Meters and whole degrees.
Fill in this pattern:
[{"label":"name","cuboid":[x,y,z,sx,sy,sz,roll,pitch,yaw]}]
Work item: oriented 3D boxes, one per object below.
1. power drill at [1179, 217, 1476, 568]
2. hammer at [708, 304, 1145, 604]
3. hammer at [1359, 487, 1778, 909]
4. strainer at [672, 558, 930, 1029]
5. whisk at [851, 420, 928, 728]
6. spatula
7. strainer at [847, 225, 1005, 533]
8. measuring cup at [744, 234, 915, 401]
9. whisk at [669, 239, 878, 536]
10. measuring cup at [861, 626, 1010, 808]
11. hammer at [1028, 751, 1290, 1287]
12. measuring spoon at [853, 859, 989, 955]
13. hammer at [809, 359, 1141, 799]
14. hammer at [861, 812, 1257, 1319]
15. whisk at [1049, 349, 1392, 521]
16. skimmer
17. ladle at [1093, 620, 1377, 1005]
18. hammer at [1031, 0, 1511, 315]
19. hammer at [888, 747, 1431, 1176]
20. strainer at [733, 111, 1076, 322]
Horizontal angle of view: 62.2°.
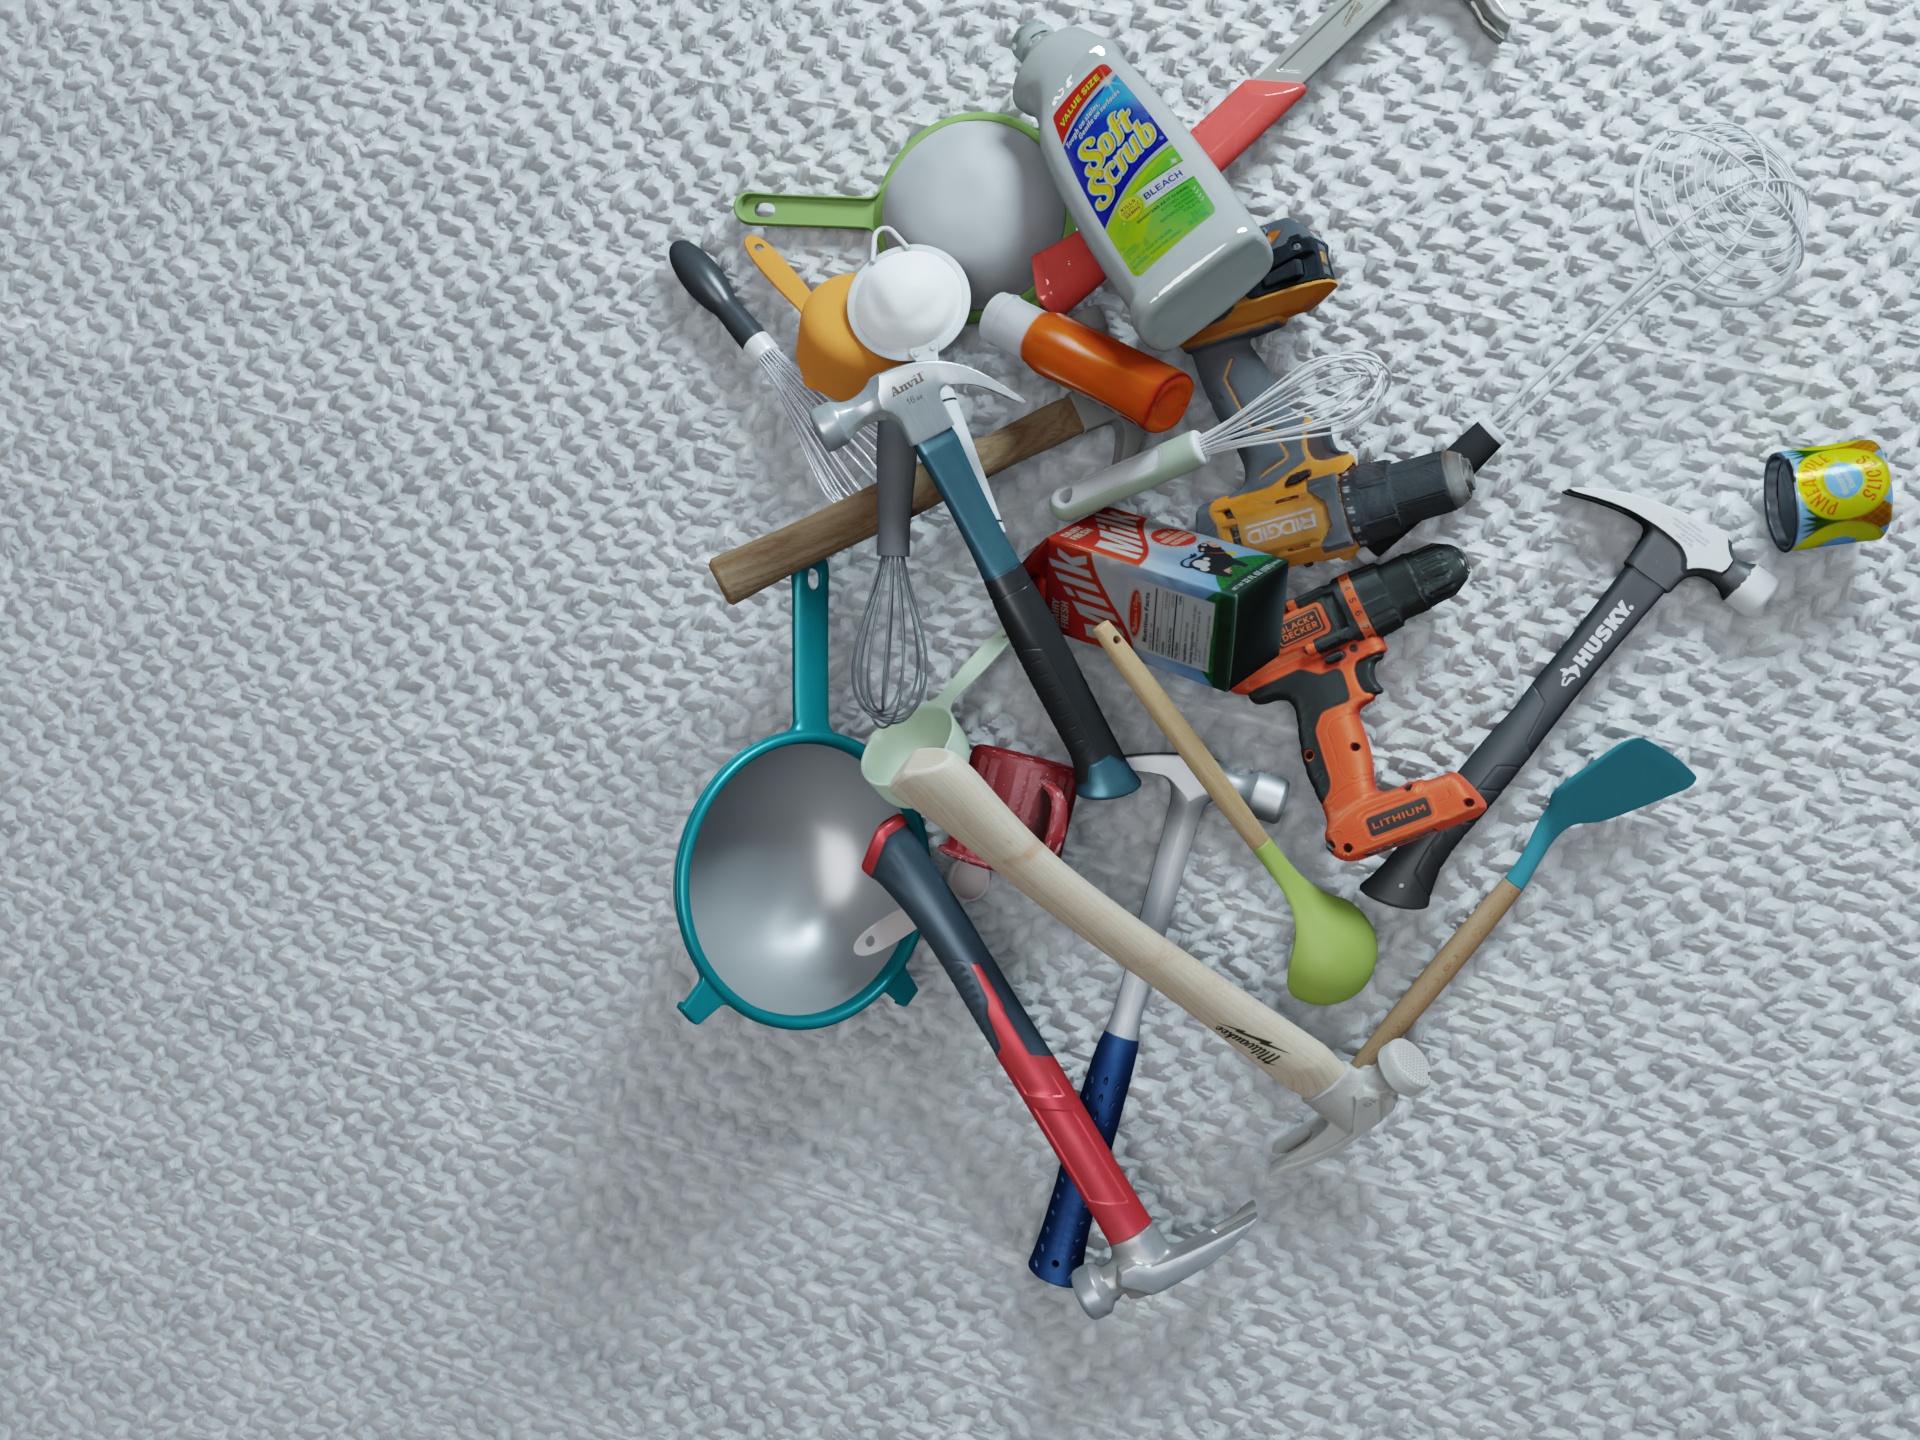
[{"label":"power drill","cuboid":[0.233,-0.218,1.075,0.185,0.084,0.226,-13,94,26]},{"label":"hammer","cuboid":[-0.019,-0.165,1.117,0.331,0.031,0.130,-27,95,-7]},{"label":"hammer","cuboid":[0.389,-0.006,1.092,0.146,0.035,0.334,38,100,6]},{"label":"strainer","cuboid":[-0.130,0.049,1.157,0.095,0.211,0.340,-5,84,52]},{"label":"whisk","cuboid":[-0.045,-0.113,1.077,0.055,0.055,0.239,3,95,12]},{"label":"spatula","cuboid":[0.371,0.138,1.098,0.082,0.044,0.317,26,106,-34]},{"label":"strainer","cuboid":[-0.014,-0.228,1.085,0.087,0.050,0.258,-20,85,4]},{"label":"measuring cup","cuboid":[-0.100,-0.308,1.149,0.095,0.052,0.174,-36,75,-23]},{"label":"whisk","cuboid":[-0.128,-0.250,1.176,0.070,0.070,0.285,-42,79,11]},{"label":"measuring cup","cuboid":[-0.002,-0.004,1.145,0.167,0.083,0.038,-49,127,-21]},{"label":"hammer","cuboid":[0.115,0.217,1.164,0.144,0.035,0.405,16,97,10]},{"label":"measuring spoon","cuboid":[-0.031,0.137,1.165,0.124,0.018,0.034,-30,105,-28]},{"label":"hammer","cuboid":[0.032,-0.087,1.061,0.128,0.033,0.330,-29,106,-1]},{"label":"hammer","cuboid":[0.058,0.230,1.131,0.143,0.038,0.386,-31,92,8]},{"label":"whisk","cuboid":[0.164,-0.183,1.046,0.246,0.059,0.058,-20,57,29]},{"label":"skimmer","cuboid":[0.406,-0.242,1.076,0.127,0.090,0.363,44,111,-3]},{"label":"ladle","cuboid":[0.183,0.064,1.090,0.078,0.062,0.320,-41,99,-23]},{"label":"hammer","cuboid":[0.194,-0.402,1.090,0.359,0.036,0.149,-43,84,5]},{"label":"hammer","cuboid":[0.117,0.161,1.085,0.410,0.038,0.146,37,125,-8]},{"label":"strainer","cuboid":[-0.047,-0.369,1.141,0.256,0.069,0.151,5,95,10]}]
